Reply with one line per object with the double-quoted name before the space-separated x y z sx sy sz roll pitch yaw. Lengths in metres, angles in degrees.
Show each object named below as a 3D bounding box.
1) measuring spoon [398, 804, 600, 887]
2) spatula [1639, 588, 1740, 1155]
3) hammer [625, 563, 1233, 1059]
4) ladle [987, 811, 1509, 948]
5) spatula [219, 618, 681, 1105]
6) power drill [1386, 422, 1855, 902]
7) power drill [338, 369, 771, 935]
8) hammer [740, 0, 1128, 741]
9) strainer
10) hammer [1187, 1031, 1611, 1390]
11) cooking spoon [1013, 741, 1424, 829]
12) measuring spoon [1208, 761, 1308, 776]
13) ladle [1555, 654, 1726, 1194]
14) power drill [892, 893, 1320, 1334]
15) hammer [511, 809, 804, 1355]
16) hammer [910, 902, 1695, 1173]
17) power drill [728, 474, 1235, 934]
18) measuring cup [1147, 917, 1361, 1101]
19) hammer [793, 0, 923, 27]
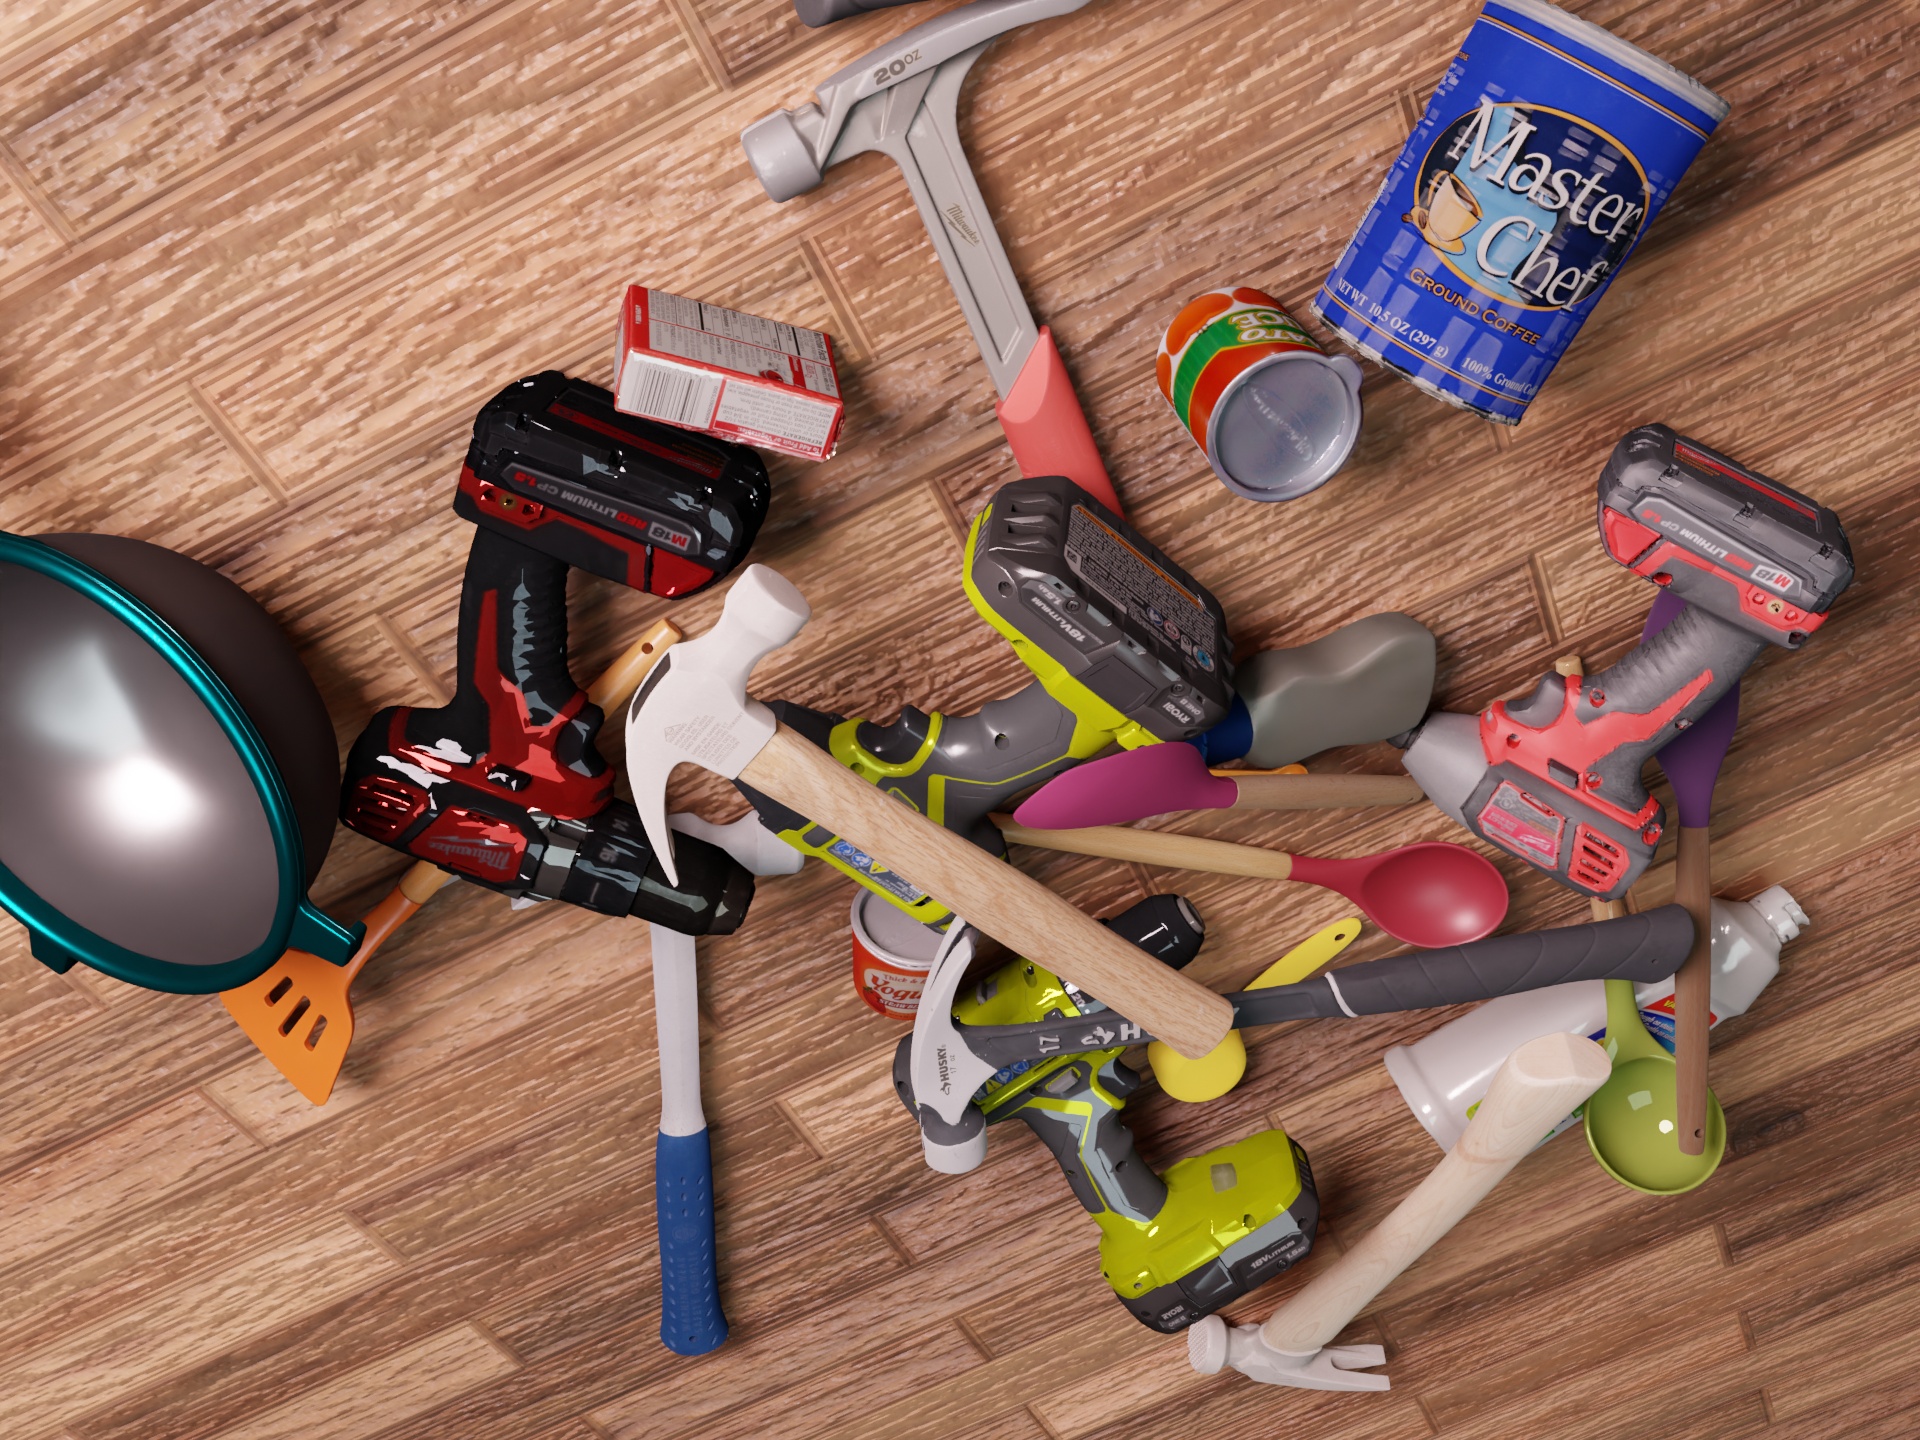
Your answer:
"measuring spoon" -0.227 0.061 0.786 0.124 0.018 0.034 -28 124 9
"spatula" 0.389 0.081 0.849 0.059 0.018 0.316 -5 99 -8
"hammer" -0.002 0.070 0.699 0.331 0.031 0.130 35 109 -27
"ladle" 0.154 0.078 0.868 0.315 0.031 0.069 9 116 -15
"spatula" -0.247 0.065 0.774 0.322 0.041 0.081 -44 88 10
"power drill" 0.316 -0.025 0.783 0.143 0.078 0.219 31 122 11
"power drill" -0.152 -0.014 0.687 0.188 0.080 0.226 22 114 -8
"hammer" 0.049 -0.128 0.704 0.149 0.037 0.358 -24 124 5
"strainer" -0.354 -0.052 0.641 0.211 0.095 0.340 -6 115 26
"hammer" 0.283 0.317 0.981 0.146 0.038 0.410 12 135 -11
"cooking spoon" 0.140 0.034 0.752 0.318 0.017 0.068 2 146 -47
"measuring spoon" 0.126 0.031 0.843 0.117 0.011 0.021 -3 125 -5
"ladle" 0.362 0.117 0.872 0.078 0.062 0.320 -16 108 -1
"power drill" 0.100 0.217 0.896 0.190 0.080 0.228 -36 105 14
"hammer" -0.162 0.219 0.892 0.144 0.035 0.405 -4 124 -12
"hammer" 0.176 0.138 0.812 0.409 0.036 0.149 -8 123 -5
"power drill" -0.001 -0.002 0.730 0.171 0.080 0.223 36 127 -22
"measuring cup" 0.176 0.171 0.930 0.062 0.029 0.156 35 113 -29
"hammer" 0.101 -0.291 0.571 0.335 0.146 0.035 -6 125 6
